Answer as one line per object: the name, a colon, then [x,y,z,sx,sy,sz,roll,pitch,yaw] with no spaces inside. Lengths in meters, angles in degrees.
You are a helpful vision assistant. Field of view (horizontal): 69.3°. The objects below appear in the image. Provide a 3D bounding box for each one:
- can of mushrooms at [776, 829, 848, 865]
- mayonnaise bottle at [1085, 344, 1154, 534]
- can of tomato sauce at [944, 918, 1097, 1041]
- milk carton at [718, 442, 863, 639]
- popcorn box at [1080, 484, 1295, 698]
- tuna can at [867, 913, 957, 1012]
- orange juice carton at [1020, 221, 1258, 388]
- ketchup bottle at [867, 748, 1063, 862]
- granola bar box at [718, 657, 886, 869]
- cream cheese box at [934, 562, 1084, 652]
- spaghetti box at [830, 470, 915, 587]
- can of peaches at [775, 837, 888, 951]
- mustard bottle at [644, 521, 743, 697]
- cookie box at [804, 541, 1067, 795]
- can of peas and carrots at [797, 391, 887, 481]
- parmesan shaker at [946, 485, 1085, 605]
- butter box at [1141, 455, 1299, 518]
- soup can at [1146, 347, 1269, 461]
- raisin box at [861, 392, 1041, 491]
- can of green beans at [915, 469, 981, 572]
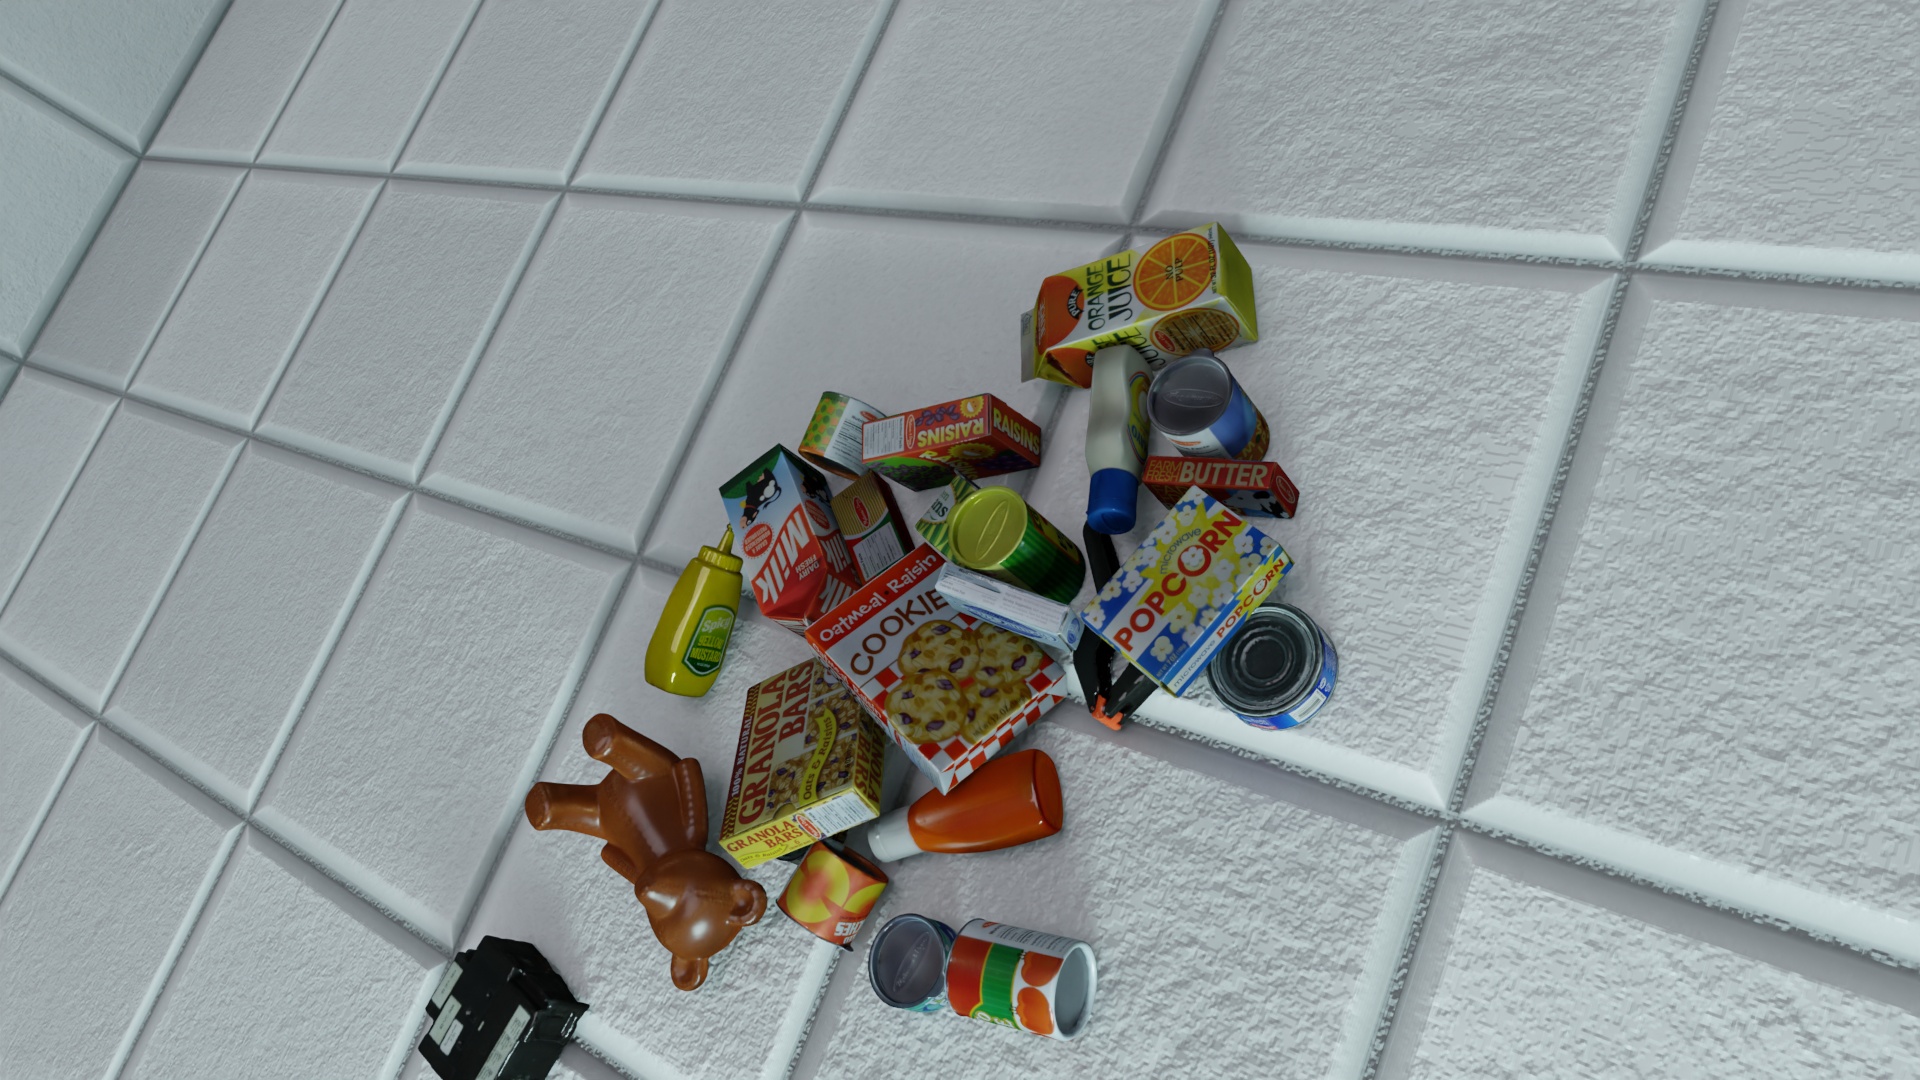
can of mushrooms: [-0.122,0.224,1.104,0.071,0.033,0.071,-15,60,27]
mayonnaise bottle: [0.121,-0.075,1.062,0.041,0.064,0.149,-10,54,28]
can of tomato sauce: [0.042,0.299,0.941,0.083,0.071,0.071,2,69,33]
milk carton: [-0.136,0.016,1.190,0.073,0.072,0.191,-36,53,14]
popcorn box: [0.156,0.035,0.966,0.127,0.038,0.085,-49,51,-1]
tuna can: [-0.029,0.307,1.003,0.071,0.033,0.071,-14,61,27]
orange juice carton: [0.132,-0.179,1.111,0.192,0.073,0.072,-13,61,28]
ketchup bottle: [0.001,0.203,1.028,0.148,0.043,0.065,-21,55,23]
granola bar box: [-0.119,0.162,1.089,0.124,0.039,0.166,-25,34,19]
cream cheese box: [0.036,0.049,1.017,0.104,0.053,0.024,19,78,21]
spaghetti box: [-0.048,0.049,1.144,0.050,0.028,0.251,-35,53,14]
can of peaches: [-0.094,0.265,1.046,0.071,0.071,0.058,28,84,39]
mustard bottle: [-0.225,0.057,1.219,0.049,0.065,0.160,20,91,35]
cookie box: [-0.020,0.093,1.054,0.123,0.040,0.168,-36,58,-19]
can of peas and carrots: [-0.104,-0.091,1.227,0.071,0.071,0.059,15,77,37]
parmesan shaker: [0.043,0.008,1.058,0.071,0.103,0.071,-14,61,27]
butter box: [0.190,-0.039,1.018,0.103,0.053,0.024,6,69,35]
soup can: [0.185,-0.092,1.027,0.071,0.083,0.071,-14,61,27]
raisin box: [-0.007,-0.079,1.144,0.123,0.086,0.040,-10,69,30]
can of green beans: [0.006,-0.013,1.115,0.058,0.071,0.071,-50,51,3]
